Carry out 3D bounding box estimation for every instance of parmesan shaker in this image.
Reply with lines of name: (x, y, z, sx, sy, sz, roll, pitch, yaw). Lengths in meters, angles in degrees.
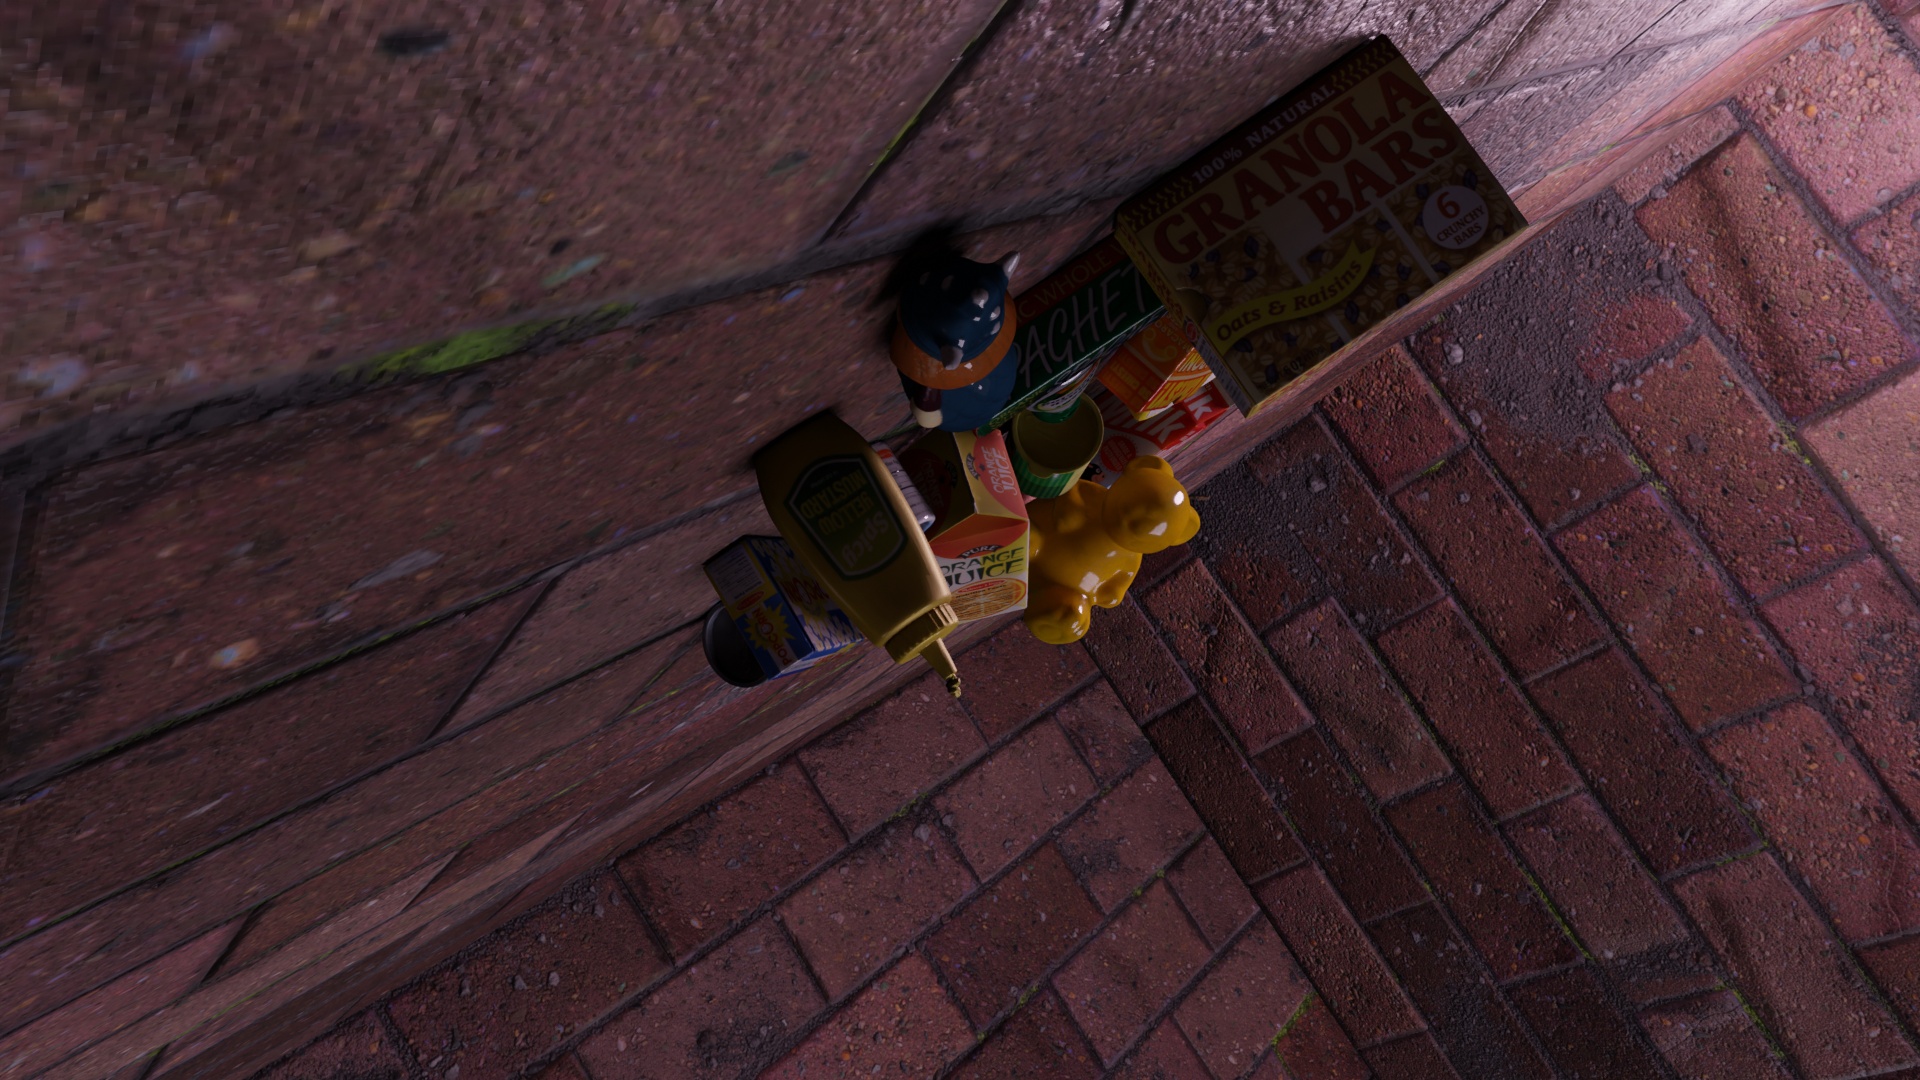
parmesan shaker: (0.066, -0.070, 1.044, 0.071, 0.071, 0.103, -33, 174, -8)

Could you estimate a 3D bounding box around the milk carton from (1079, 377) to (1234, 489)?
milk carton: (0.150, -0.099, 1.229, 0.190, 0.072, 0.073, -34, 173, 16)

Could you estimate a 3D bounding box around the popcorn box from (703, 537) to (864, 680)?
popcorn box: (-0.115, 0.043, 0.920, 0.038, 0.085, 0.127, -34, 174, 8)

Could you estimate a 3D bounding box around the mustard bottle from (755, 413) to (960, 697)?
mustard bottle: (-0.043, 0.012, 0.718, 0.065, 0.160, 0.048, -34, 172, -7)

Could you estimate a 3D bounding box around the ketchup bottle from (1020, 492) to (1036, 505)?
ketchup bottle: (0.037, -0.031, 1.297, 0.149, 0.043, 0.064, -32, 174, -22)

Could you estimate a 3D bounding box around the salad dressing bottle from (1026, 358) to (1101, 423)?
salad dressing bottle: (0.058, -0.104, 0.870, 0.064, 0.044, 0.147, -39, 174, 0)

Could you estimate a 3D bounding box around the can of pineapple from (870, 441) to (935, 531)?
can of pineapple: (-0.059, -0.019, 0.861, 0.071, 0.058, 0.071, -33, 173, -4)

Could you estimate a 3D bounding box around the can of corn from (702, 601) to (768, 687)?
can of corn: (-0.146, 0.070, 1.033, 0.071, 0.071, 0.058, -37, 173, 28)

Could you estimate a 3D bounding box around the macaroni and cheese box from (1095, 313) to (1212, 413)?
macaroni and cheese box: (0.168, -0.157, 0.867, 0.165, 0.040, 0.124, -52, 167, 24)

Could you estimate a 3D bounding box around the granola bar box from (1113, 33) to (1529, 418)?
granola bar box: (0.182, -0.160, 0.710, 0.165, 0.124, 0.039, -34, 173, 0)

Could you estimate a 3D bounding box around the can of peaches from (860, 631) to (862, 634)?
can of peaches: (-0.089, 0.043, 1.108, 0.071, 0.071, 0.057, -27, 171, -45)

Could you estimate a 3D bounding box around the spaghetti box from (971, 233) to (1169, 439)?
spaghetti box: (0.098, -0.144, 0.752, 0.250, 0.050, 0.028, -34, 171, 1)

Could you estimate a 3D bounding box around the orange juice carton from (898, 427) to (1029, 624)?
orange juice carton: (0.003, -0.012, 0.958, 0.073, 0.072, 0.192, -14, 155, -4)
